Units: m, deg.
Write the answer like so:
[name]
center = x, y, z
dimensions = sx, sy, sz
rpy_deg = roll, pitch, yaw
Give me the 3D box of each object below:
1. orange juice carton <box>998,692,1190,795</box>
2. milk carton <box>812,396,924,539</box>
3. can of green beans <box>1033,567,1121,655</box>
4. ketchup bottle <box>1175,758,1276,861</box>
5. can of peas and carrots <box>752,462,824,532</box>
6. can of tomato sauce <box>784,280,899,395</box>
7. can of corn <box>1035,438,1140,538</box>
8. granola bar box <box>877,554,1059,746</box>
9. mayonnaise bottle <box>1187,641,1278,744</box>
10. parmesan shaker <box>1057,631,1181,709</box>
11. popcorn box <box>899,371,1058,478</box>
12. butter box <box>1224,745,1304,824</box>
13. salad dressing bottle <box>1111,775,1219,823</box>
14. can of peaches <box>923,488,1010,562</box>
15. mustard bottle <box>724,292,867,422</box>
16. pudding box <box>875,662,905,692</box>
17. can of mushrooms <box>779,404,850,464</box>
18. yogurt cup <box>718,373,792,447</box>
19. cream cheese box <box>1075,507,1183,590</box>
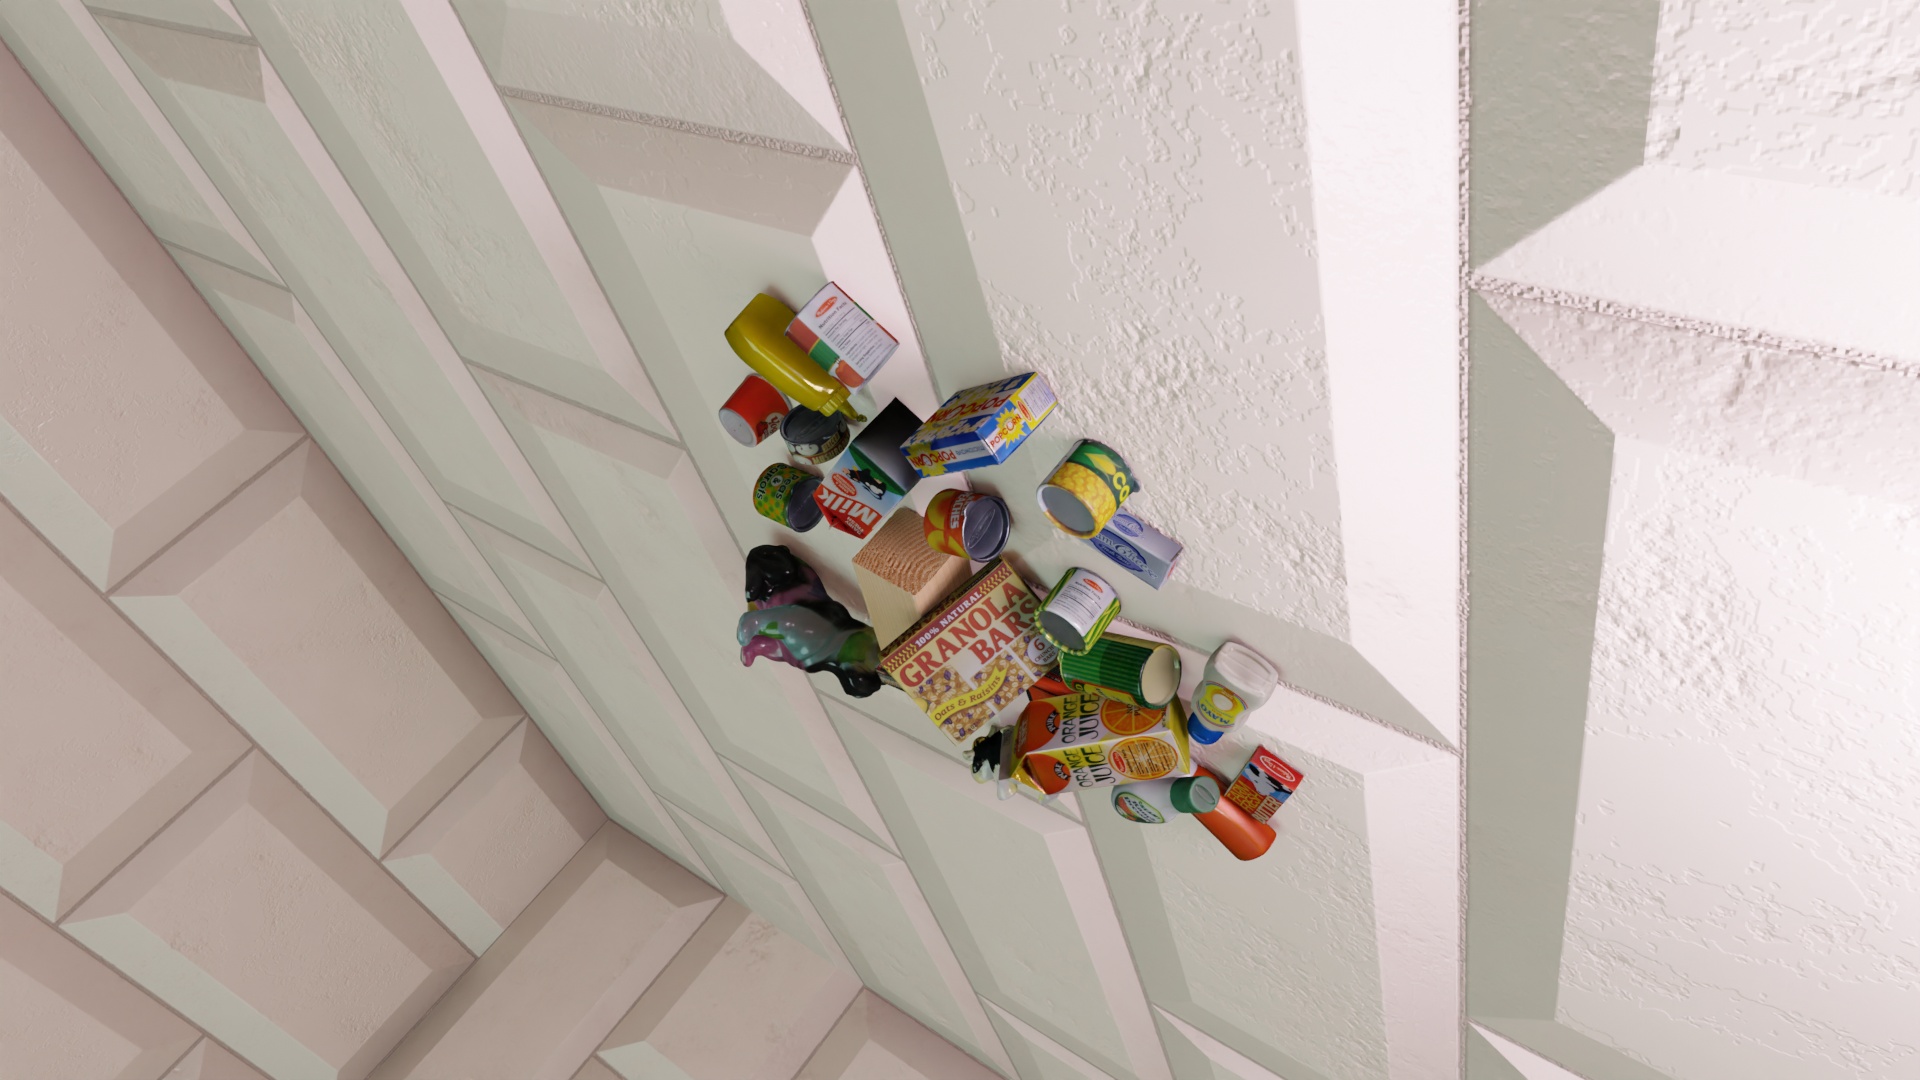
[orange juice carton]
center = 0.131, 0.204, 1.413
dimensions = 0.192, 0.072, 0.072
rpy_deg = -12, 129, 17
[milk carton]
center = -0.089, -0.063, 1.404
dimensions = 0.073, 0.072, 0.190
rpy_deg = 42, 153, -3
[can of green beans]
center = 0.113, 0.070, 1.352
dimensions = 0.071, 0.058, 0.071
rpy_deg = 31, 152, 19
[ketchup bottle]
center = 0.265, 0.276, 1.478
dimensions = 0.149, 0.044, 0.064
rpy_deg = 44, 154, -5
[can of peas and carrots]
center = -0.192, -0.050, 1.565
dimensions = 0.059, 0.071, 0.070
rpy_deg = 23, 148, 33
[can of tomato sauce]
center = -0.107, -0.182, 1.258
dimensions = 0.083, 0.071, 0.071
rpy_deg = 42, 153, -3
[can of corn]
center = 0.109, -0.042, 1.190
dimensions = 0.071, 0.058, 0.070
rpy_deg = 31, 152, 19
[granola bar box]
center = 0.018, 0.113, 1.430
dimensions = 0.124, 0.165, 0.039
rpy_deg = 49, -176, -14
[mayonnaise bottle]
center = 0.249, 0.150, 1.312
dimensions = 0.065, 0.041, 0.147
rpy_deg = 33, 152, 12
[parmesan shaker]
center = 0.156, 0.125, 1.365
dimensions = 0.103, 0.071, 0.071
rpy_deg = 9, 139, 47
[popcorn box]
center = 0.015, -0.098, 1.200
dimensions = 0.038, 0.085, 0.126
rpy_deg = 53, 152, -19
[butter box]
center = 0.305, 0.248, 1.403
dimensions = 0.053, 0.024, 0.103
rpy_deg = 35, 152, 14
[salad dressing bottle]
center = 0.211, 0.264, 1.432
dimensions = 0.064, 0.044, 0.147
rpy_deg = 44, 155, -10
[can of peaches]
center = 0.005, -0.017, 1.356
dimensions = 0.058, 0.071, 0.071
rpy_deg = 13, 141, 45
[mustard bottle]
center = -0.153, -0.166, 1.347
dimensions = 0.160, 0.065, 0.048
rpy_deg = 43, 149, -12
[pudding box]
center = -0.055, 0.139, 1.649
dimensions = 0.050, 0.084, 0.030
rpy_deg = 17, 141, 40
[can of mushrooms]
center = -0.146, -0.110, 1.416
dimensions = 0.071, 0.071, 0.033
rpy_deg = 21, 147, 34
[yogurt cup]
center = -0.222, -0.137, 1.490
dimensions = 0.072, 0.054, 0.072
rpy_deg = 31, 151, 20
[cream cheese box]
center = 0.145, -0.001, 1.242
dimensions = 0.104, 0.024, 0.053
rpy_deg = 34, 152, 15
